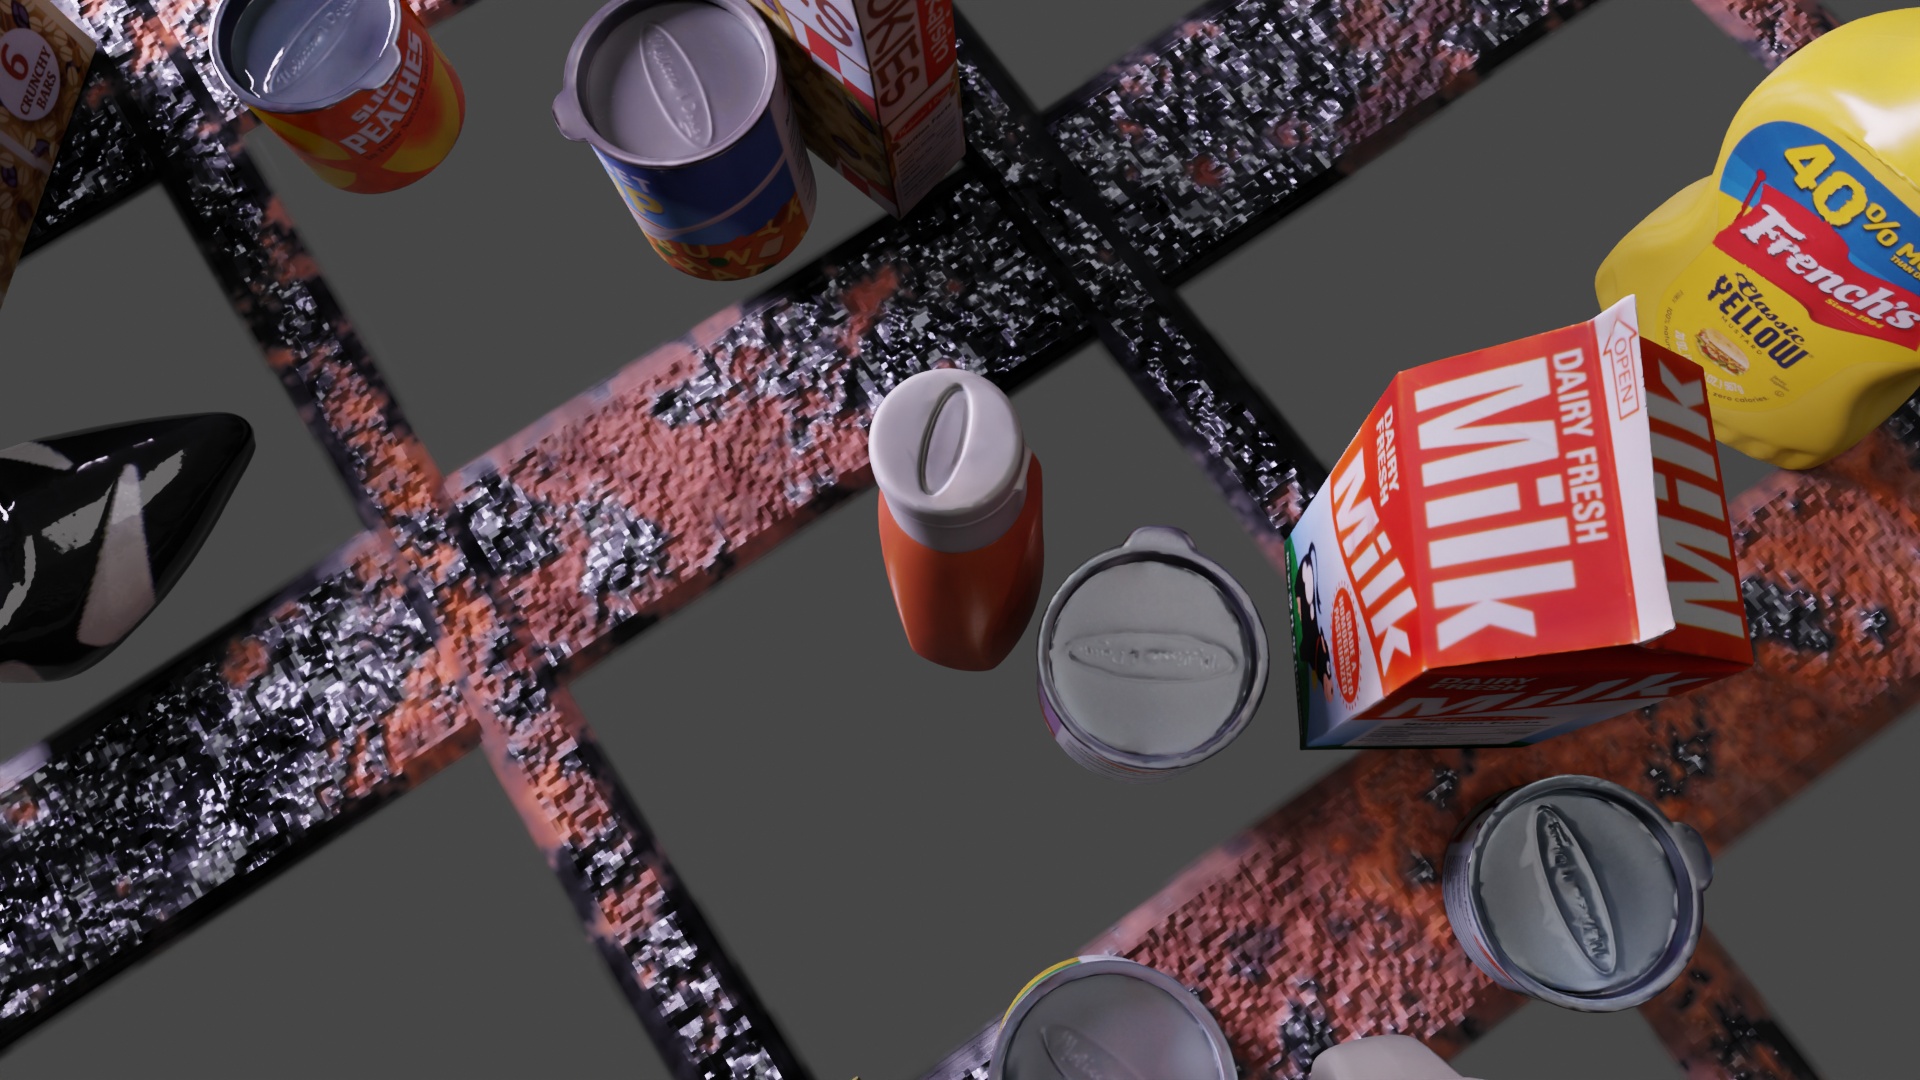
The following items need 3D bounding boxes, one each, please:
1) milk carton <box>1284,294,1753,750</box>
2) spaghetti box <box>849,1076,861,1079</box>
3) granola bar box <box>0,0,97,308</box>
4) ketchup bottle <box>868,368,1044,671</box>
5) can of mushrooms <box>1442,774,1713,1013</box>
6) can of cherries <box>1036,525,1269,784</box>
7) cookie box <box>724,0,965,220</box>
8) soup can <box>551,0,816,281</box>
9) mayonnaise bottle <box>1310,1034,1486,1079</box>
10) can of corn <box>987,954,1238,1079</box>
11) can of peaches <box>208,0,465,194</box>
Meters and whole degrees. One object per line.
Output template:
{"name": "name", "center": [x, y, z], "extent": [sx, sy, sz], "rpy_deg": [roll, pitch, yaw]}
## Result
{"name": "milk carton", "center": [0.138, 0.008, 0.359], "extent": [0.073, 0.190, 0.072], "rpy_deg": [-1, 75, 3]}
{"name": "spaghetti box", "center": [0.009, 0.269, 0.367], "extent": [0.029, 0.050, 0.250], "rpy_deg": [-26, 75, -4]}
{"name": "granola bar box", "center": [-0.366, -0.130, 0.456], "extent": [0.039, 0.124, 0.166], "rpy_deg": [8, 76, 5]}
{"name": "ketchup bottle", "center": [0.001, -0.005, 0.391], "extent": [0.043, 0.148, 0.065], "rpy_deg": [13, 76, 6]}
{"name": "can of mushrooms", "center": [0.182, 0.103, 0.412], "extent": [0.071, 0.033, 0.071], "rpy_deg": [-1, 75, 3]}
{"name": "can of cherries", "center": [0.057, 0.037, 0.424], "extent": [0.071, 0.058, 0.071], "rpy_deg": [-1, 75, 3]}
{"name": "cookie box", "center": [-0.058, -0.187, 0.434], "extent": [0.123, 0.167, 0.040], "rpy_deg": [41, 81, 12]}
{"name": "soup can", "center": [-0.089, -0.132, 0.464], "extent": [0.071, 0.083, 0.071], "rpy_deg": [-1, 75, 3]}
{"name": "mayonnaise bottle", "center": [0.121, 0.161, 0.340], "extent": [0.041, 0.147, 0.065], "rpy_deg": [-10, 75, 0]}
{"name": "can of corn", "center": [0.040, 0.154, 0.393], "extent": [0.071, 0.058, 0.071], "rpy_deg": [-1, 75, 3]}
{"name": "can of peaches", "center": [-0.216, -0.164, 0.492], "extent": [0.071, 0.058, 0.071], "rpy_deg": [-1, 75, 3]}
